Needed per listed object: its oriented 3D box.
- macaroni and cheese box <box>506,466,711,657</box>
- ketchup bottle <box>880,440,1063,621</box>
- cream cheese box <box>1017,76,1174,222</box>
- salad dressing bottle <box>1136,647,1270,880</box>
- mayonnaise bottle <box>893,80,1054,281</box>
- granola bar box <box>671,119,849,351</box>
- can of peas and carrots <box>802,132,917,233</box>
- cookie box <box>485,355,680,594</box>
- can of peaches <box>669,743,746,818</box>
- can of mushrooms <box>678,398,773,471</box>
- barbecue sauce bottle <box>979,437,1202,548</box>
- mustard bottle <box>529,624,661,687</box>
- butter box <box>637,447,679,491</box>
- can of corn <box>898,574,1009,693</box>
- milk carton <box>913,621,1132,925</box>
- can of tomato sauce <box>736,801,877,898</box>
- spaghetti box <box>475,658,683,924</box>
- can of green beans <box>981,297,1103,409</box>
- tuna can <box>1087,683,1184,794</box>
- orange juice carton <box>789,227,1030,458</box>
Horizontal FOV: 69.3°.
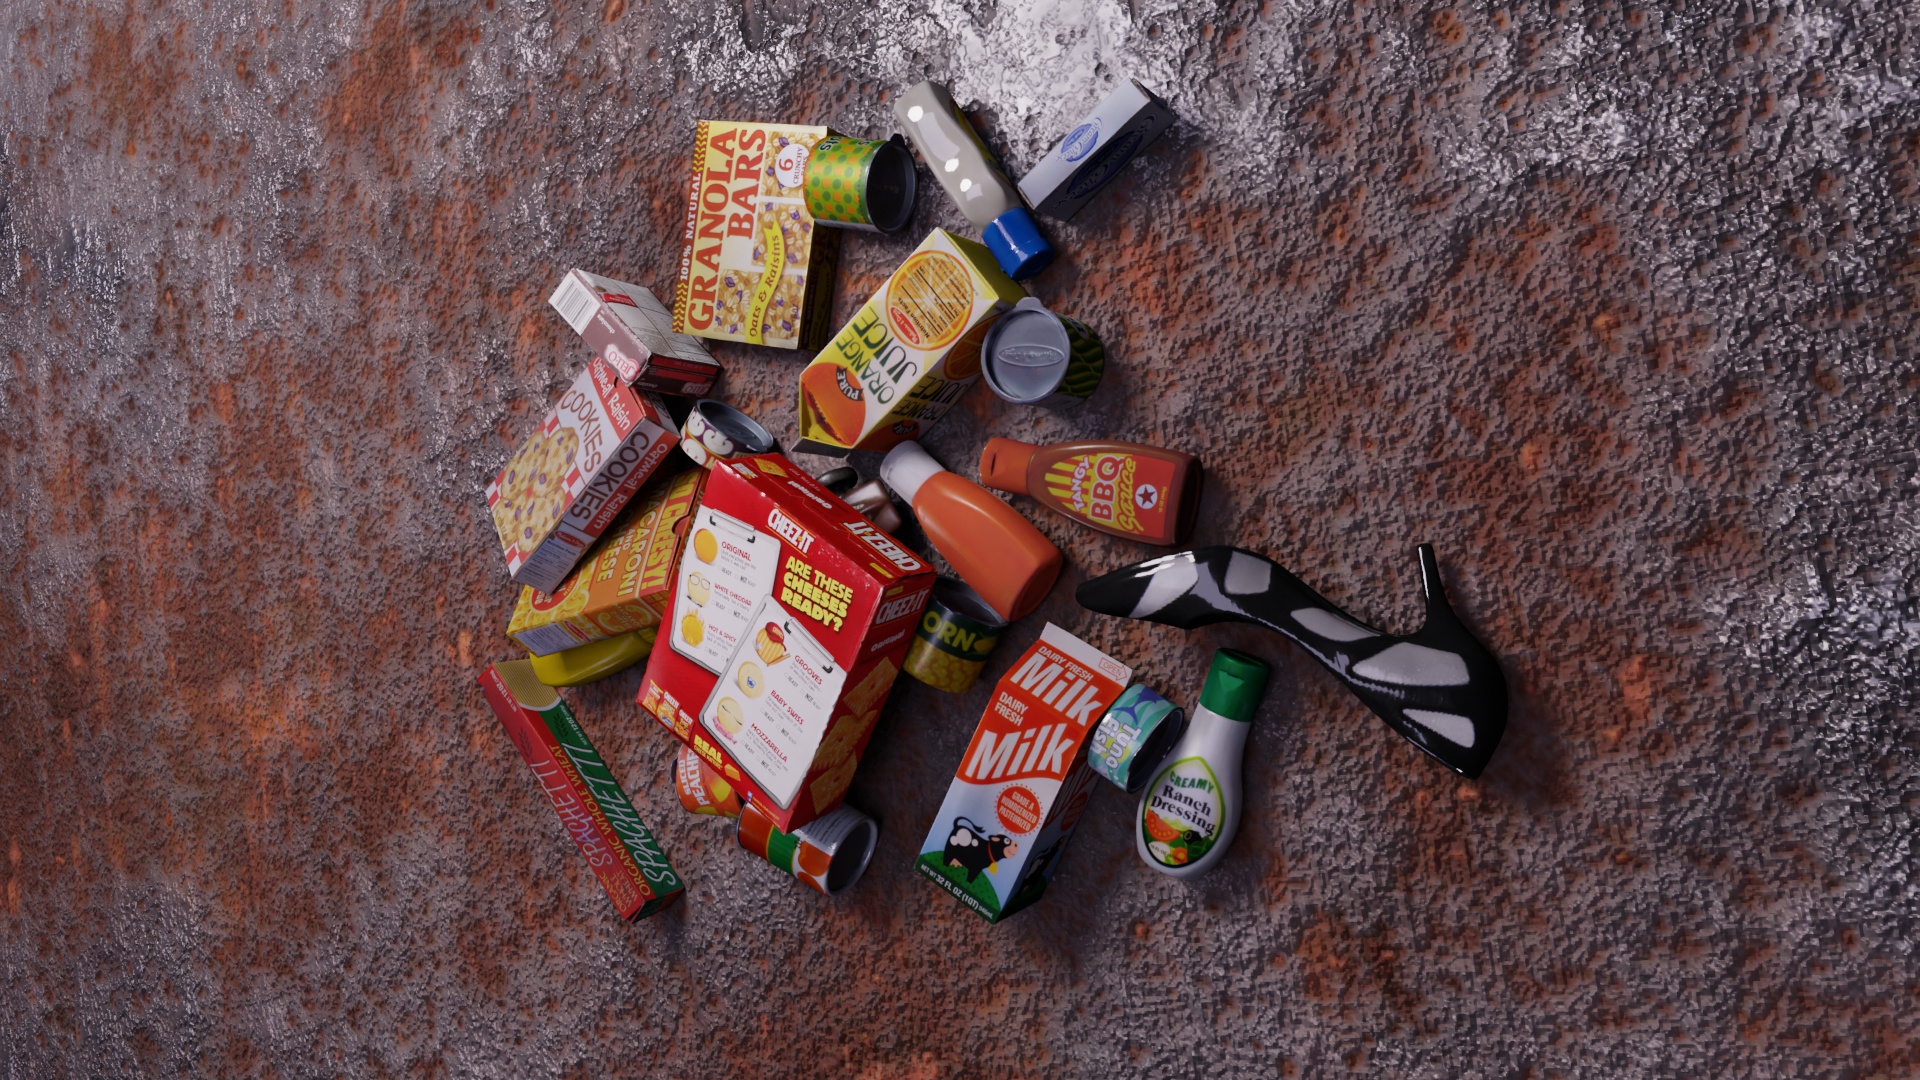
[{"bbox_3d":[-0.268,0.017,1.093,0.166,0.040,0.124,-16,46,28],"label":"macaroni and cheese box"},{"bbox_3d":[0.003,-0.012,0.978,0.149,0.044,0.064,43,130,23],"label":"ketchup bottle"},{"bbox_3d":[0.091,-0.259,0.927,0.103,0.053,0.024,-40,74,23],"label":"cream cheese box"},{"bbox_3d":[0.159,0.143,0.896,0.064,0.044,0.147,22,100,25],"label":"salad dressing bottle"},{"bbox_3d":[0.011,-0.249,0.967,0.041,0.065,0.148,-36,78,16],"label":"mayonnaise bottle"},{"bbox_3d":[-0.153,-0.233,1.067,0.124,0.039,0.165,11,96,27],"label":"granola bar box"},{"bbox_3d":[-0.073,-0.261,1.008,0.059,0.071,0.071,13,96,28],"label":"can of peas and carrots"},{"bbox_3d":[-0.300,-0.059,1.093,0.167,0.040,0.123,-48,43,11],"label":"cookie box"},{"bbox_3d":[-0.177,0.179,1.063,0.058,0.071,0.071,0,91,28],"label":"can of peaches"},{"bbox_3d":[-0.179,-0.076,1.065,0.071,0.071,0.033,40,109,22],"label":"can of mushrooms"},{"bbox_3d":[0.085,-0.039,0.935,0.148,0.044,0.064,14,99,28],"label":"barbecue sauce bottle"},{"bbox_3d":[-0.280,0.076,1.130,0.160,0.049,0.065,-18,84,27],"label":"mustard bottle"},{"bbox_3d":[-0.279,-0.060,1.144,0.103,0.024,0.053,-16,83,28],"label":"butter box"},{"bbox_3d":[-0.009,0.066,0.971,0.071,0.071,0.058,35,107,24],"label":"can of corn"},{"bbox_3d":[0.049,0.154,0.939,0.072,0.073,0.190,29,103,25],"label":"milk carton"},{"bbox_3d":[-0.113,0.219,1.031,0.083,0.071,0.071,23,101,26],"label":"can of tomato sauce"},{"bbox_3d":[-0.316,0.202,1.150,0.028,0.050,0.250,-47,70,22],"label":"spaghetti box"},{"bbox_3d":[0.056,-0.123,0.943,0.071,0.058,0.071,0,91,29],"label":"can of green beans"},{"bbox_3d":[0.113,0.129,0.905,0.033,0.071,0.071,31,105,26],"label":"tuna can"},{"bbox_3d":[-0.042,-0.125,0.988,0.192,0.072,0.073,-44,71,21],"label":"orange juice carton"}]
